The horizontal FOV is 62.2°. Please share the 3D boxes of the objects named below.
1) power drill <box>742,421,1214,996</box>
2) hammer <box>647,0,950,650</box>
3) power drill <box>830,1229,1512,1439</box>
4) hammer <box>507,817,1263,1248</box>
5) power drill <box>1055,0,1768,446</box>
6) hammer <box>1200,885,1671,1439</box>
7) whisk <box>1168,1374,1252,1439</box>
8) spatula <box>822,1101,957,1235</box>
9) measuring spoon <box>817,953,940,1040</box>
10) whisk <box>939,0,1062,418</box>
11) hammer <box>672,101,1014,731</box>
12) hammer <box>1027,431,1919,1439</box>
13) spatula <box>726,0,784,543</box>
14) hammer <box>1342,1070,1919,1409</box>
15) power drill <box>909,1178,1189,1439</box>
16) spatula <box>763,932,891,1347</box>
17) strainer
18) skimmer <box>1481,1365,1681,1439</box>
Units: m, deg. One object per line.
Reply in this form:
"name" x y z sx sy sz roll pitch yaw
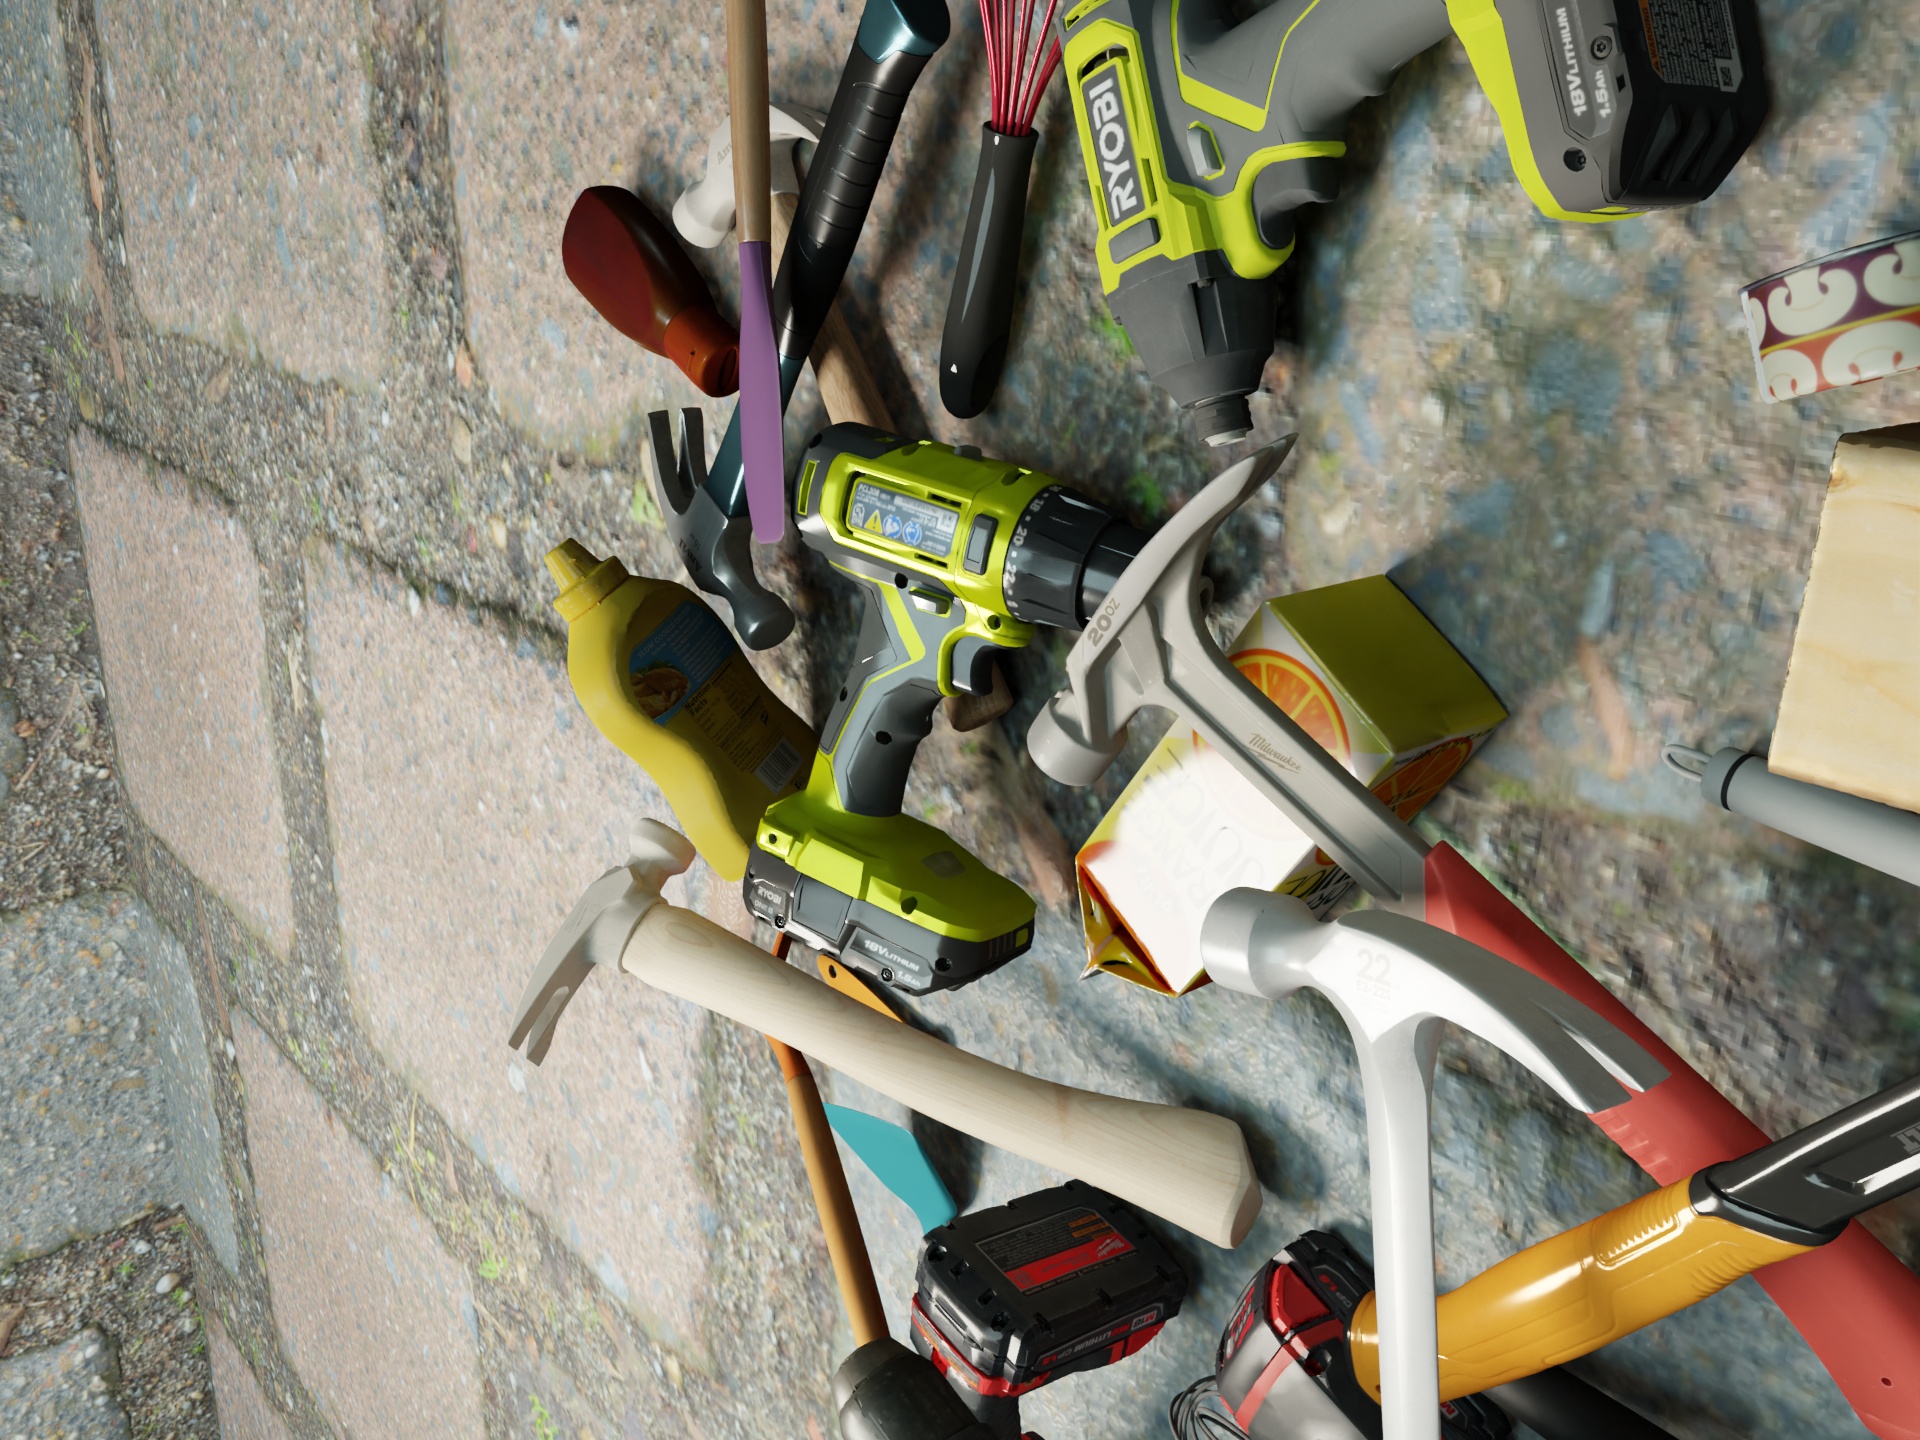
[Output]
"power drill" -0.001 -0.002 0.699 0.191 0.080 0.228 22 107 27
"hammer" -0.077 -0.189 0.746 0.128 0.033 0.330 52 136 24
"power drill" 0.078 0.281 0.604 0.188 0.226 0.080 43 131 33
"hammer" -0.049 0.167 0.778 0.411 0.146 0.038 17 155 33
"power drill" 0.130 -0.195 0.519 0.223 0.080 0.171 -9 93 55
"hammer" 0.142 0.258 0.482 0.144 0.035 0.405 7 104 55
"whisk" 0.182 0.360 0.654 0.239 0.055 0.055 36 127 32
"spatula" -0.017 0.358 0.887 0.082 0.044 0.317 2 104 46
"measuring spoon" -0.045 0.159 0.887 0.117 0.011 0.021 30 123 46
"whisk" 0.024 -0.257 0.639 0.073 0.073 0.295 40 134 35
"hammer" -0.049 -0.152 0.776 0.130 0.031 0.331 -34 76 50
"hammer" 0.181 0.077 0.492 0.359 0.037 0.149 44 132 11
"spatula" -0.093 -0.237 0.707 0.060 0.018 0.316 -169 76 -65
"hammer" 0.216 0.149 0.448 0.127 0.034 0.336 45 141 10
"power drill" 0.028 0.339 0.761 0.079 0.143 0.219 33 118 45
"spatula" -0.067 0.204 0.813 0.081 0.041 0.323 -67 32 34
"strainer" 0.296 0.054 0.412 0.086 0.050 0.259 46 171 -38
"skimmer" 0.272 0.230 0.460 0.363 0.127 0.090 15 104 62
